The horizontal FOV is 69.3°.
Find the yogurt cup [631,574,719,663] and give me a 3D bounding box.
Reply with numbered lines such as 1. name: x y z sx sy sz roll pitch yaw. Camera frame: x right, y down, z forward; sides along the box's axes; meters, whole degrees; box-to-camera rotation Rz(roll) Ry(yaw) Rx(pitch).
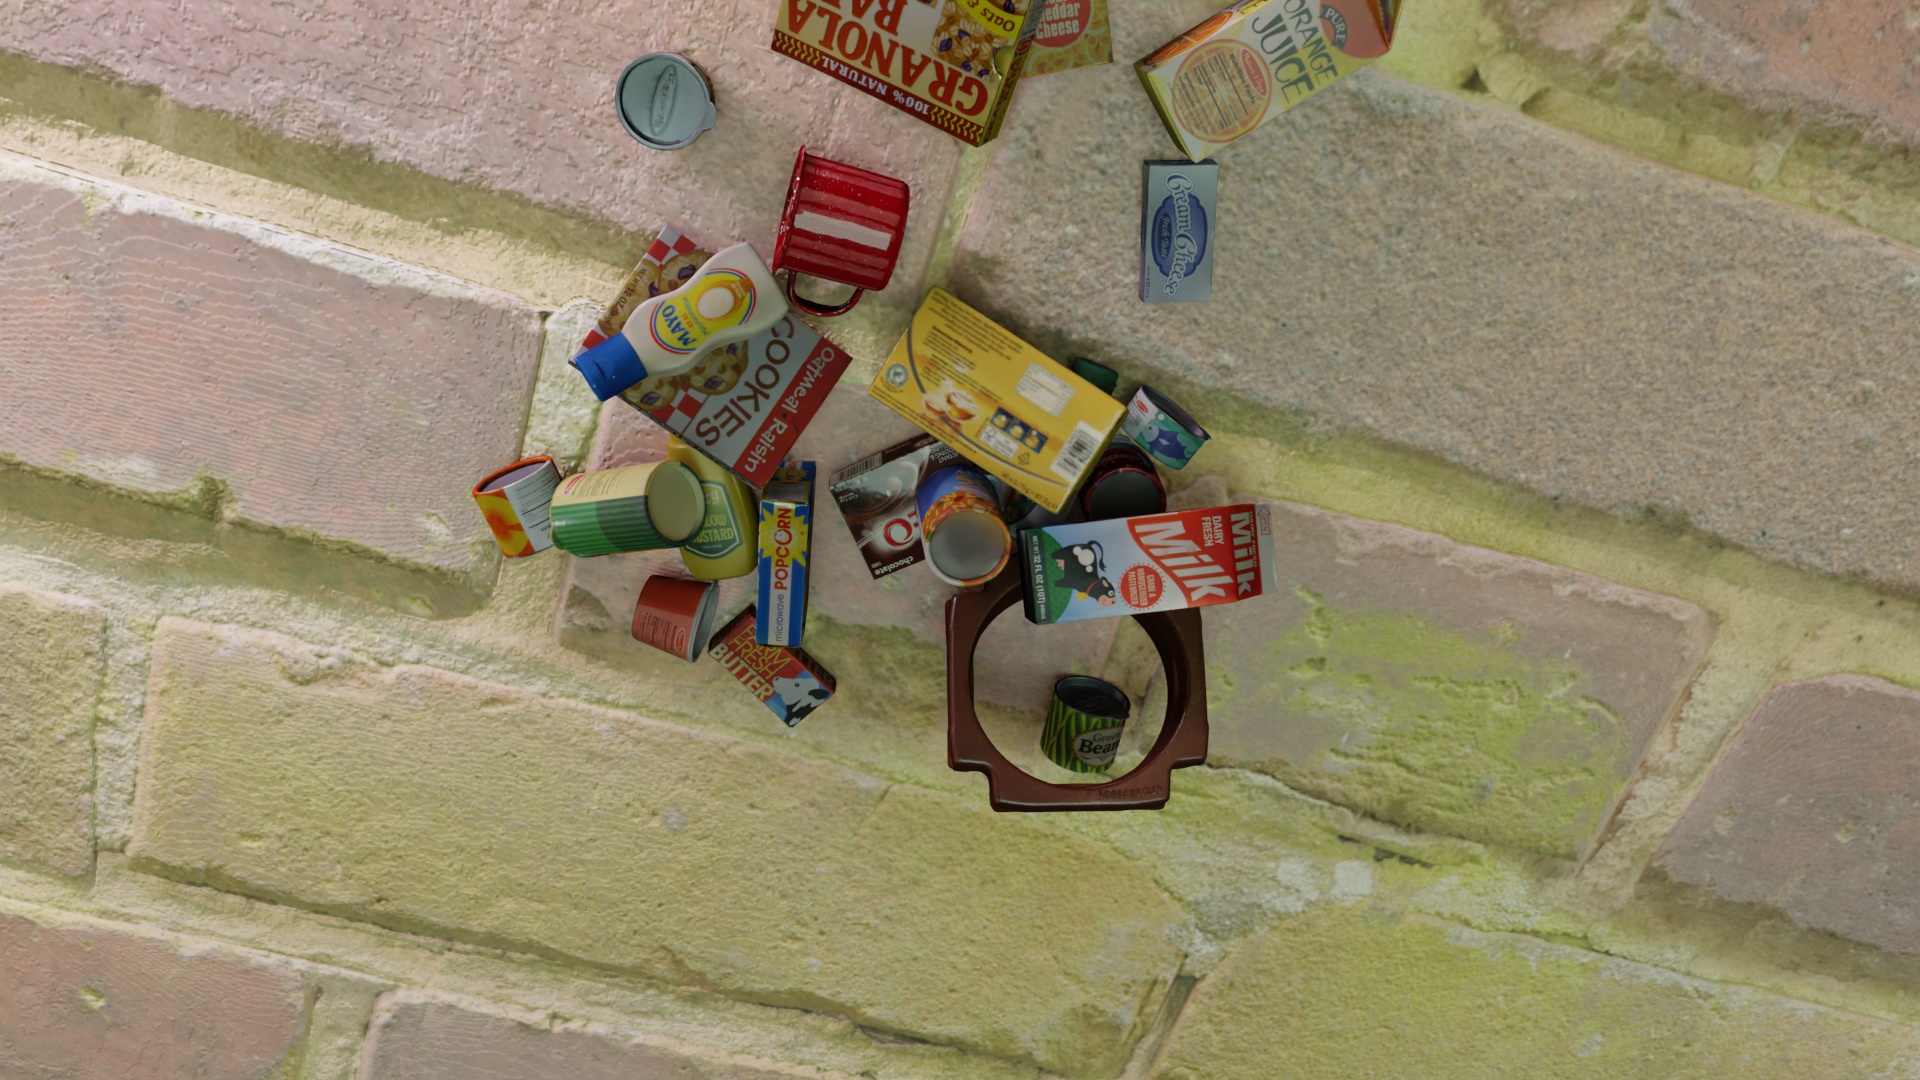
1. yogurt cup: -0.231 0.060 1.124 0.054 0.073 0.072 15 112 0

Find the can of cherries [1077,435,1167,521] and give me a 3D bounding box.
1. can of cherries: 0.126 -0.040 1.097 0.071 0.058 0.071 -1 114 -2

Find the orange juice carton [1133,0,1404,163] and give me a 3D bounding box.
1. orange juice carton: 0.224 -0.346 0.963 0.192 0.072 0.073 -29 112 10

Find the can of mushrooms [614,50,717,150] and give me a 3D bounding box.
1. can of mushrooms: -0.206 -0.310 0.981 0.071 0.033 0.070 -1 113 -2

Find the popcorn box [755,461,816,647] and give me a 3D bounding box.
1. popcorn box: -0.137 0.010 1.093 0.038 0.085 0.126 5 113 -3

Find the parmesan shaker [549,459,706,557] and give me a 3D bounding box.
1. parmesan shaker: -0.252 -0.021 1.050 0.103 0.072 0.071 -5 118 34

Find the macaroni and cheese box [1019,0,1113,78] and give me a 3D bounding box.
1. macaroni and cheese box: 0.032 -0.403 0.948 0.124 0.040 0.165 -9 114 2

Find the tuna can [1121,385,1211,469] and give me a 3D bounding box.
1. tuna can: 0.158 -0.086 1.075 0.071 0.071 0.032 33 109 -15

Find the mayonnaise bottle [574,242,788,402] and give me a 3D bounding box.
1. mayonnaise bottle: -0.198 -0.150 0.982 0.148 0.041 0.064 -33 96 -13

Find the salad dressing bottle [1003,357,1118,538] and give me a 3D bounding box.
1. salad dressing bottle: 0.079 -0.069 1.085 0.044 0.064 0.147 18 103 -21

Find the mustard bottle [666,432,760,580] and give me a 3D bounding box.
1. mustard bottle: -0.199 -0.048 1.085 0.065 0.049 0.159 -7 112 7

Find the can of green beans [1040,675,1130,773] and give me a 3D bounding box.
1. can of green beans: 0.105 0.156 1.176 0.071 0.071 0.057 10 113 -6

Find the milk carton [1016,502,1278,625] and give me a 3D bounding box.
1. milk carton: 0.142 0.015 1.037 0.191 0.073 0.072 -6 91 -4

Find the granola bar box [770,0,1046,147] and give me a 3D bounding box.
1. granola bar box: -0.034 -0.355 0.927 0.166 0.039 0.123 27 123 7

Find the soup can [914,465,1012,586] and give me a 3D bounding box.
1. soup can: 0.004 -0.013 1.049 0.071 0.084 0.071 -3 114 -6

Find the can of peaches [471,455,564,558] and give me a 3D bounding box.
1. can of peaches: -0.338 -0.027 1.081 0.071 0.071 0.058 -18 113 6

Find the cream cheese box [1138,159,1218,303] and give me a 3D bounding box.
1. cream cheese box: 0.162 -0.230 1.036 0.053 0.024 0.103 -3 114 -3

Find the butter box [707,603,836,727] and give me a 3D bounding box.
1. butter box: -0.158 0.106 1.167 0.053 0.024 0.103 -39 109 14

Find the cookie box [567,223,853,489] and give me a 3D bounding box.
1. cookie box: -0.184 -0.133 1.030 0.167 0.040 0.123 35 83 -15
